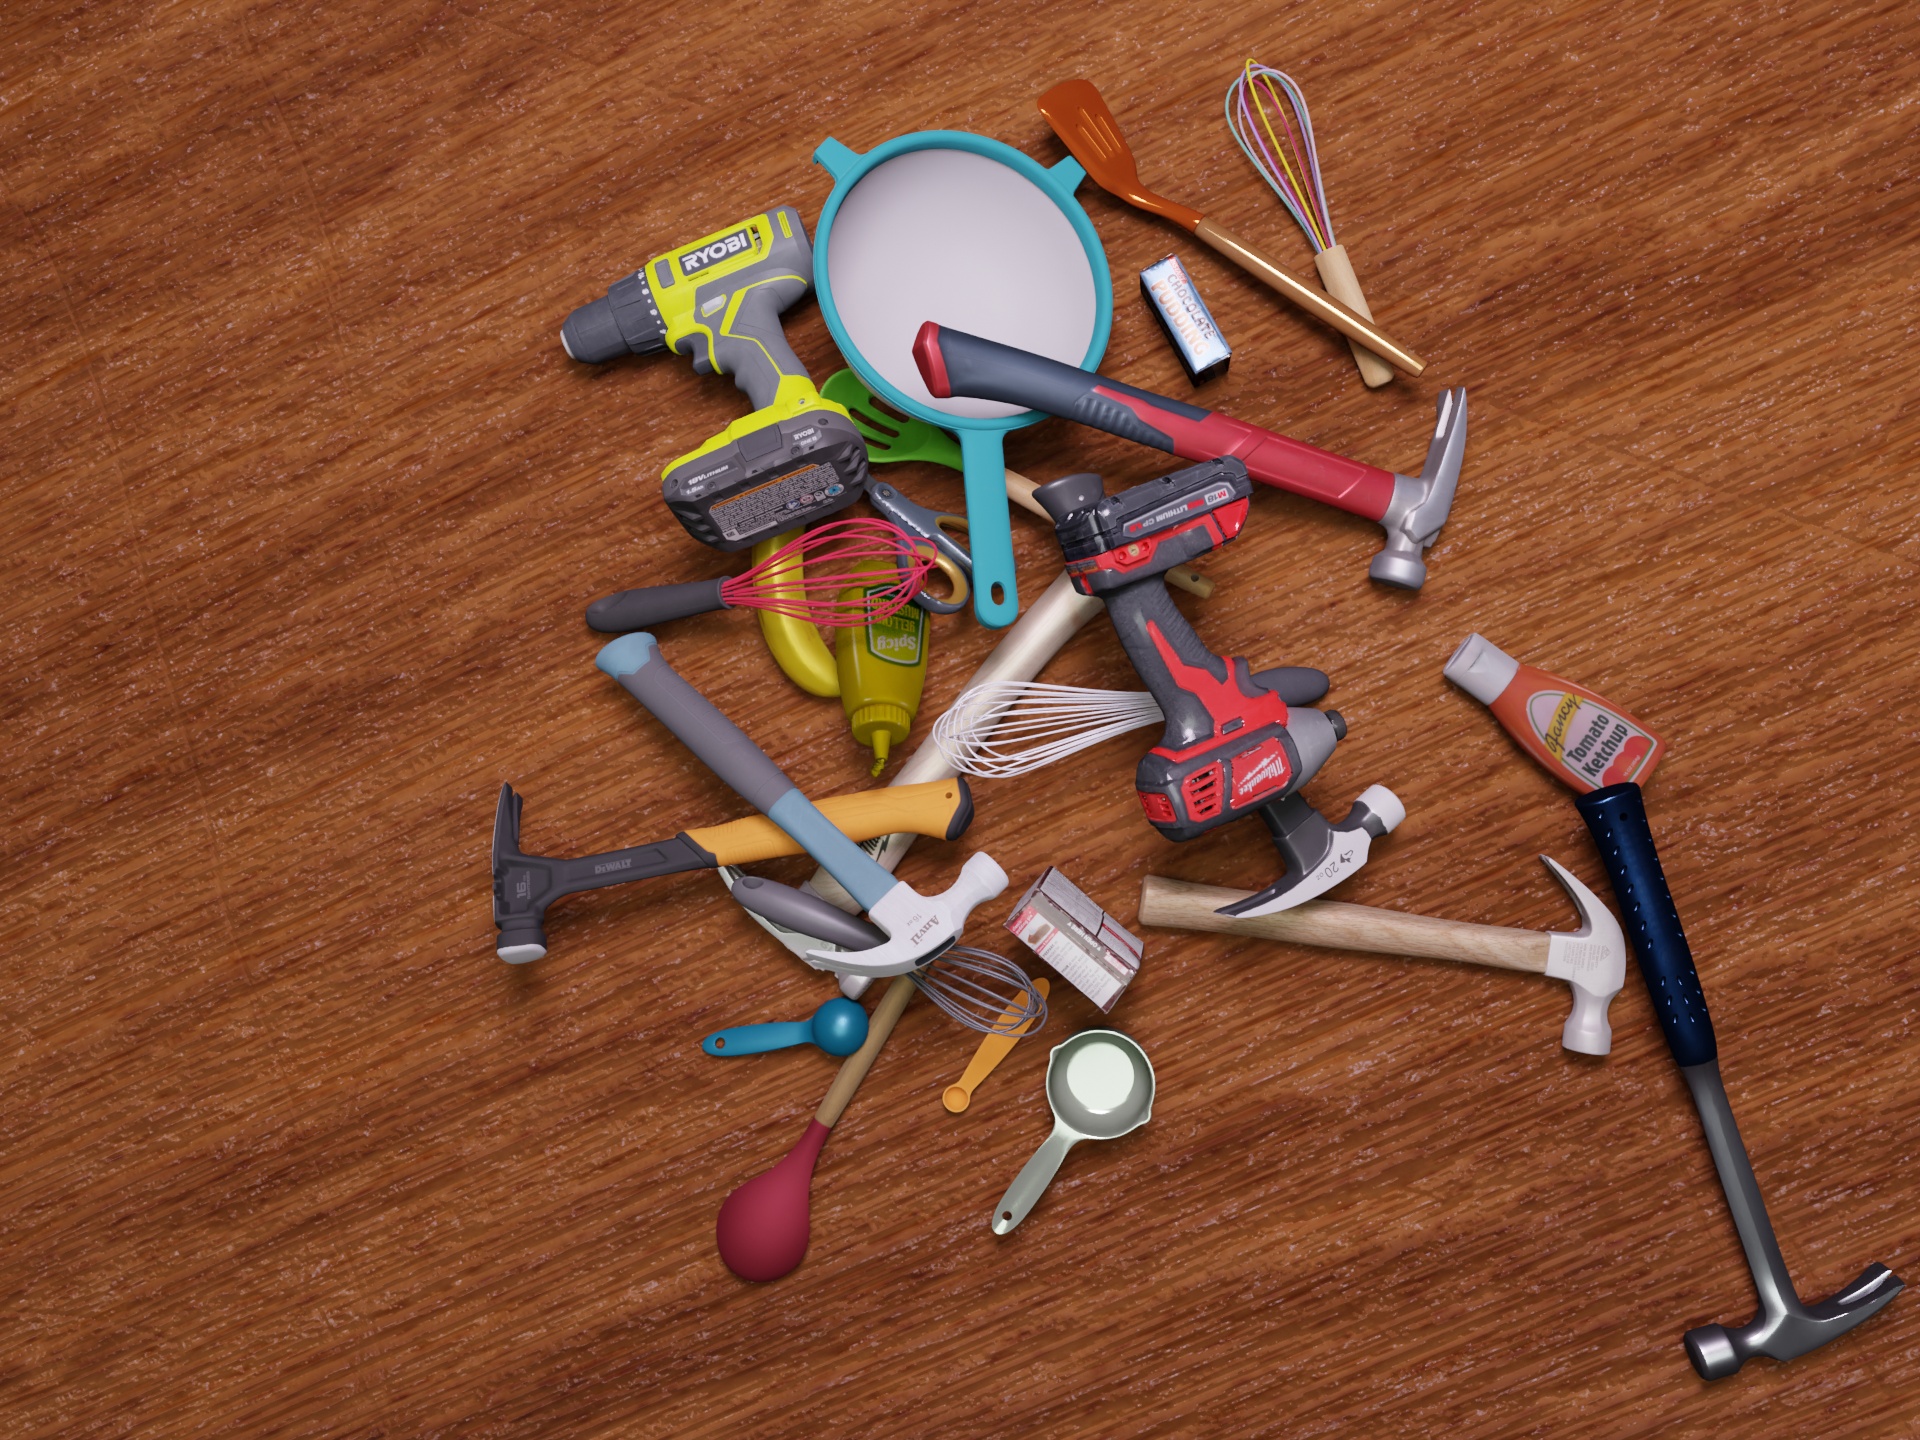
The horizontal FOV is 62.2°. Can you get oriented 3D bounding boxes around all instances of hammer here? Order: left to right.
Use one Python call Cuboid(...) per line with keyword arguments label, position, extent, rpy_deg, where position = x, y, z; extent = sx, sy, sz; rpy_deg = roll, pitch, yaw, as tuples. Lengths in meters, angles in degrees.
Cuboid(label="hammer", position=(-0.159, 0.078, 1.104), extent=(0.337, 0.034, 0.127), rpy_deg=(-10, 64, 2))
Cuboid(label="hammer", position=(-0.128, 0.047, 1.078), extent=(0.331, 0.033, 0.128), rpy_deg=(40, 74, 21))
Cuboid(label="hammer", position=(-0.002, -0.004, 1.134), extent=(0.146, 0.038, 0.410), rpy_deg=(39, 92, 6))
Cuboid(label="hammer", position=(0.153, -0.022, 1.057), extent=(0.146, 0.035, 0.334), rpy_deg=(-38, 98, -14))
Cuboid(label="hammer", position=(0.157, -0.207, 1.059), extent=(0.386, 0.038, 0.143), rpy_deg=(15, 91, -15))
Cuboid(label="hammer", position=(0.290, 0.144, 1.107), extent=(0.331, 0.031, 0.130), rpy_deg=(7, 90, 6))
Cuboid(label="hammer", position=(0.502, 0.235, 1.064), extent=(0.144, 0.035, 0.405), rpy_deg=(-20, 94, 4))

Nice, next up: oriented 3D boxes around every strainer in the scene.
Cuboid(label="strainer", position=(-0.002, -0.224, 1.090), extent=(0.211, 0.095, 0.340), rpy_deg=(-3, 83, -20))

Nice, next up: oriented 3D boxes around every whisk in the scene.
Cuboid(label="whisk", position=(-0.145, -0.091, 1.097), extent=(0.296, 0.073, 0.073), rpy_deg=(-6, 89, 29))
Cuboid(label="whisk", position=(-0.052, 0.158, 1.092), extent=(0.239, 0.055, 0.055), rpy_deg=(21, 91, 12))
Cuboid(label="whisk", position=(0.120, -0.008, 1.093), extent=(0.284, 0.070, 0.070), rpy_deg=(-8, 89, -11))
Cuboid(label="whisk", position=(0.246, -0.348, 1.112), extent=(0.051, 0.047, 0.245), rpy_deg=(-22, 91, 3))

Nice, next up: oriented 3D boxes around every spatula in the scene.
Cuboid(label="spatula", position=(0.189, -0.337, 1.101), extent=(0.323, 0.081, 0.041), rpy_deg=(36, 134, 9))

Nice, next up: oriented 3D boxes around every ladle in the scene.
Cuboid(label="ladle", position=(-0.084, 0.267, 1.144), extent=(0.069, 0.031, 0.315), rpy_deg=(30, 90, 7))

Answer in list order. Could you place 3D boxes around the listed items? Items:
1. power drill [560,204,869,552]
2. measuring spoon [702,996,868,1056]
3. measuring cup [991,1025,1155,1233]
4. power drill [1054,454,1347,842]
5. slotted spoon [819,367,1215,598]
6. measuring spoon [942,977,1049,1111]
Cuboid(label="power drill", position=(-0.171, -0.237, 1.106), extent=(0.190, 0.080, 0.229), rpy_deg=(-22, 65, 4))
Cuboid(label="measuring spoon", position=(-0.129, 0.225, 1.140), extent=(0.128, 0.021, 0.042), rpy_deg=(-11, 72, 13))
Cuboid(label="measuring cup", position=(0.073, 0.290, 1.123), extent=(0.083, 0.038, 0.167), rpy_deg=(35, 94, 5))
Cuboid(label="power drill", position=(0.156, -0.047, 1.004), extent=(0.143, 0.078, 0.219), rpy_deg=(-22, 97, -16))
Cuboid(label="slotted spoon", position=(0.037, -0.162, 1.116), extent=(0.314, 0.031, 0.070), rpy_deg=(29, 75, 13))
Cuboid(label="measuring spoon", position=(0.027, 0.232, 1.142), extent=(0.021, 0.011, 0.117), rpy_deg=(37, 89, 5))
